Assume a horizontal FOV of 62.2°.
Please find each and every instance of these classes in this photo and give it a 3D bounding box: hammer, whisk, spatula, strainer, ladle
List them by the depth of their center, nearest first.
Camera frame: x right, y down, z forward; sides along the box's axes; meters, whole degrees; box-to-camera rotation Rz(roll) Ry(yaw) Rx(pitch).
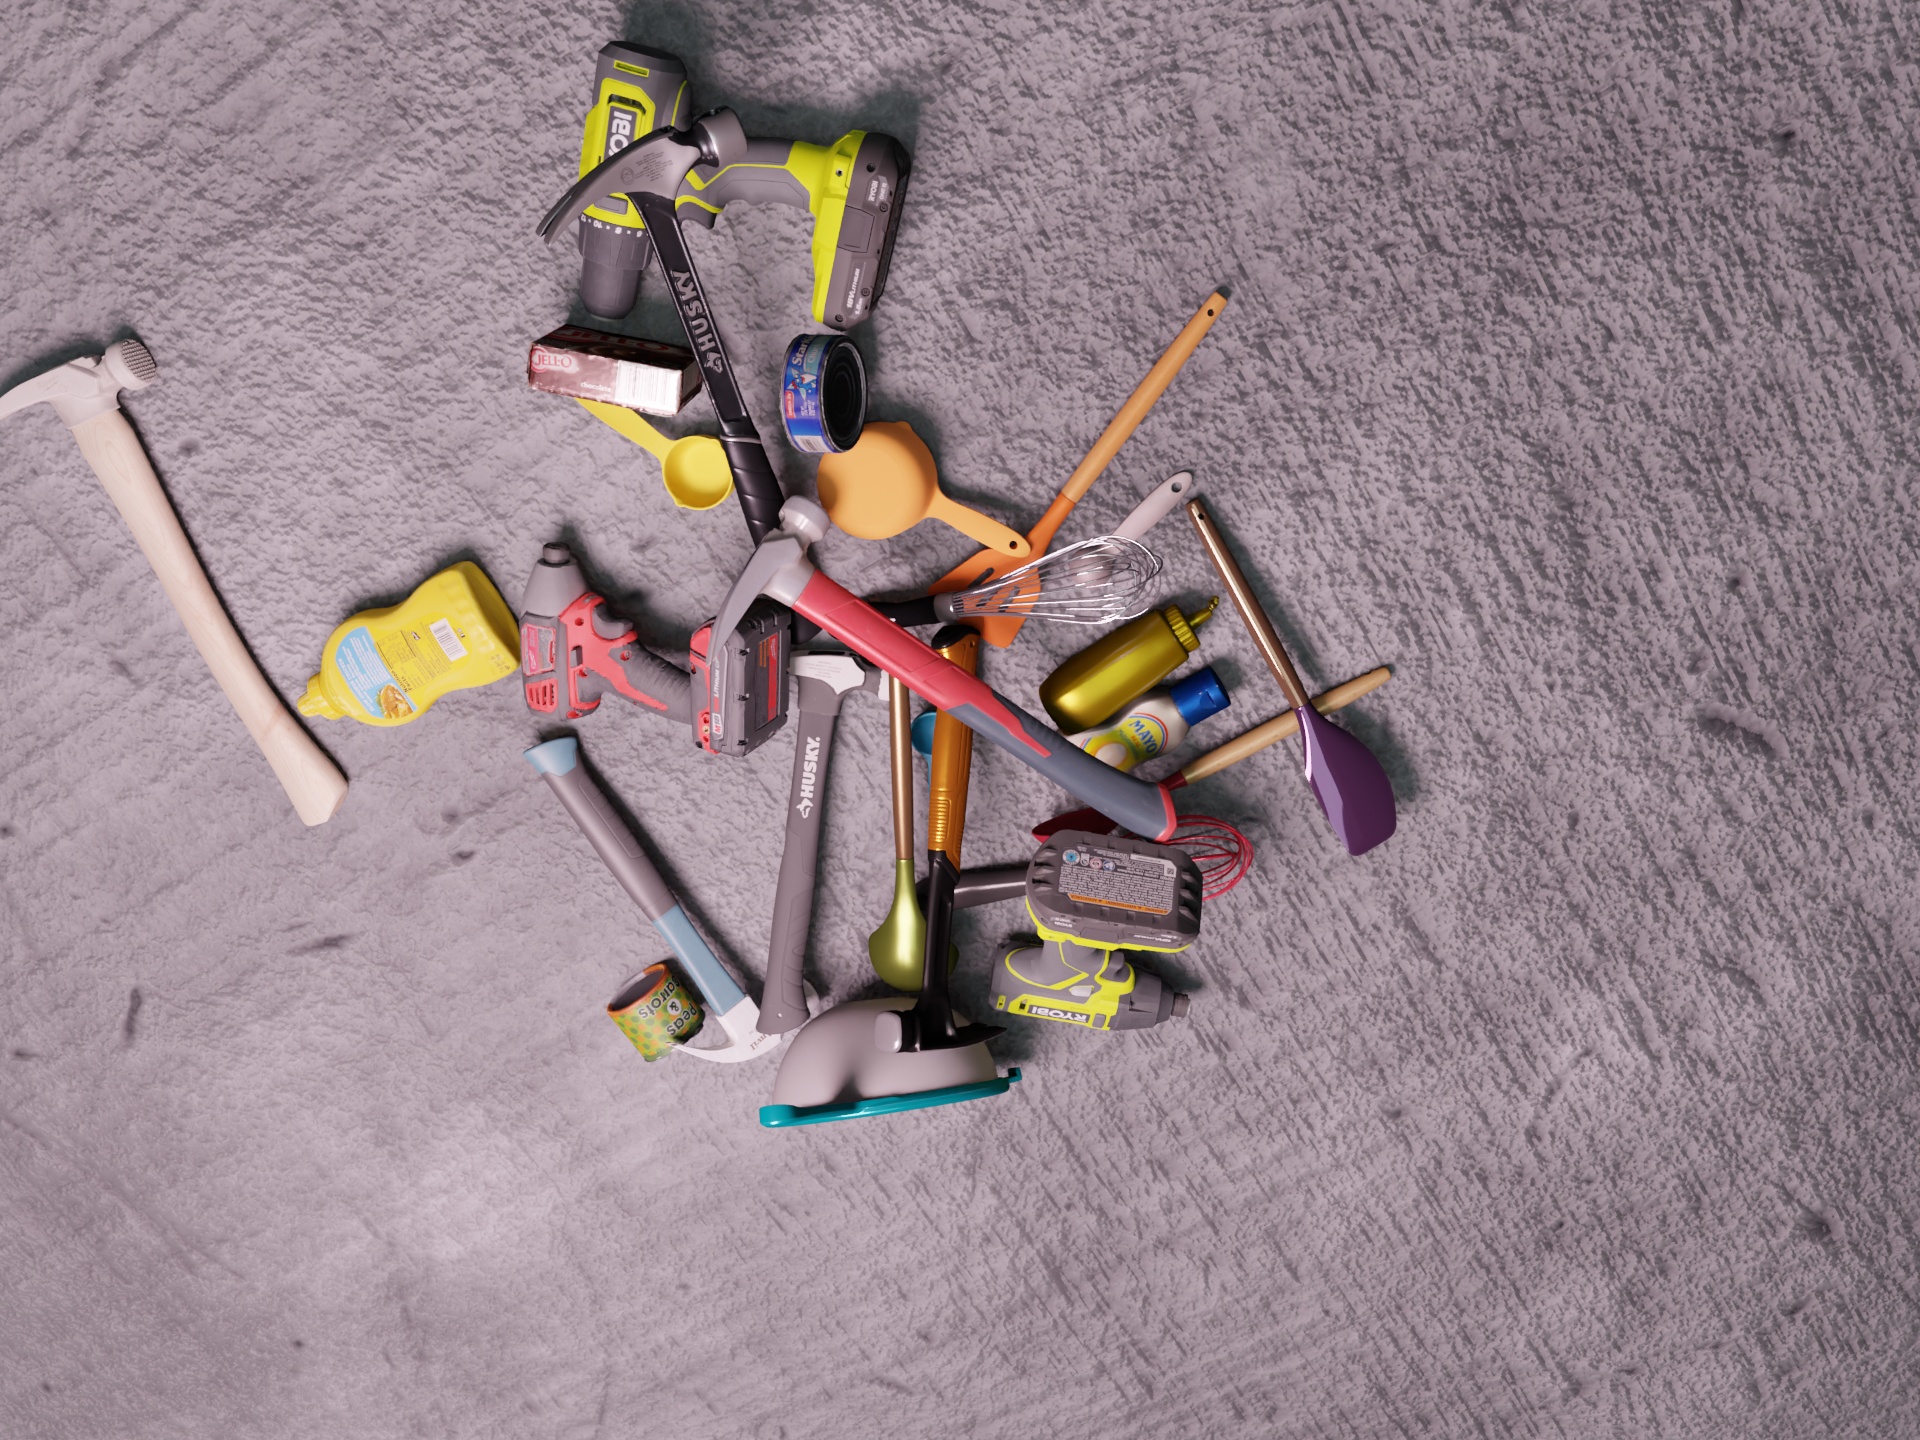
[{"bbox_3d":[-0.169,-0.218,1.147,0.149,0.036,0.408,-28,131,-14],"label":"hammer"},{"bbox_3d":[-0.002,-0.004,1.195,0.386,0.038,0.143,34,70,-14],"label":"hammer"},{"bbox_3d":[0.020,-0.092,1.221,0.284,0.070,0.070,-9,112,25],"label":"whisk"},{"bbox_3d":[0.097,-0.193,1.222,0.081,0.041,0.322,35,105,-11],"label":"spatula"},{"bbox_3d":[0.259,-0.036,1.254,0.060,0.018,0.316,-31,98,-3],"label":"spatula"},{"bbox_3d":[-0.006,0.093,1.267,0.034,0.127,0.337,1,86,42],"label":"hammer"},{"bbox_3d":[-0.087,0.273,1.291,0.211,0.340,0.095,-11,77,16],"label":"strainer"},{"bbox_3d":[0.204,0.033,1.292,0.315,0.069,0.031,-27,100,7],"label":"ladle"},{"bbox_3d":[-0.629,-0.092,1.296,0.146,0.038,0.410,-18,110,12],"label":"hammer"},{"bbox_3d":[-0.043,0.082,1.302,0.078,0.062,0.320,3,111,12],"label":"ladle"},{"bbox_3d":[-0.138,0.104,1.321,0.146,0.035,0.334,9,103,0],"label":"hammer"},{"bbox_3d":[0.097,0.128,1.333,0.296,0.073,0.073,-10,111,14],"label":"whisk"},{"bbox_3d":[-0.258,0.151,1.353,0.128,0.033,0.331,-38,102,-24],"label":"hammer"}]

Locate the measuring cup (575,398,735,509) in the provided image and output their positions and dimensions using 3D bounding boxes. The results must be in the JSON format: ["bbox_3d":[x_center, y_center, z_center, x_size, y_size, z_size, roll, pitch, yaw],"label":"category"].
[{"bbox_3d":[-0.239,-0.222,1.233,0.156,0.029,0.062,36,110,2],"label":"measuring cup"}]

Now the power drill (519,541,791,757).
[{"bbox_3d":[-0.247,-0.057,1.244,0.220,0.078,0.143,12,114,20],"label":"power drill"}]

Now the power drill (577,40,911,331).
[{"bbox_3d":[-0.164,-0.360,1.142,0.228,0.080,0.190,15,116,-1],"label":"power drill"}]

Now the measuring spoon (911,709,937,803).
[{"bbox_3d":[-0.018,0.044,1.329,0.042,0.021,0.128,-4,121,2],"label":"measuring spoon"}]

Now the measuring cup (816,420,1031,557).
[{"bbox_3d":[-0.028,-0.162,1.206,0.173,0.052,0.095,27,109,6],"label":"measuring cup"}]

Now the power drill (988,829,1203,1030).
[{"bbox_3d":[0.119,0.184,1.298,0.171,0.080,0.223,9,146,1],"label":"power drill"}]

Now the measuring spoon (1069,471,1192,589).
[{"bbox_3d":[0.134,-0.148,1.239,0.034,0.018,0.124,43,107,-13],"label":"measuring spoon"}]
